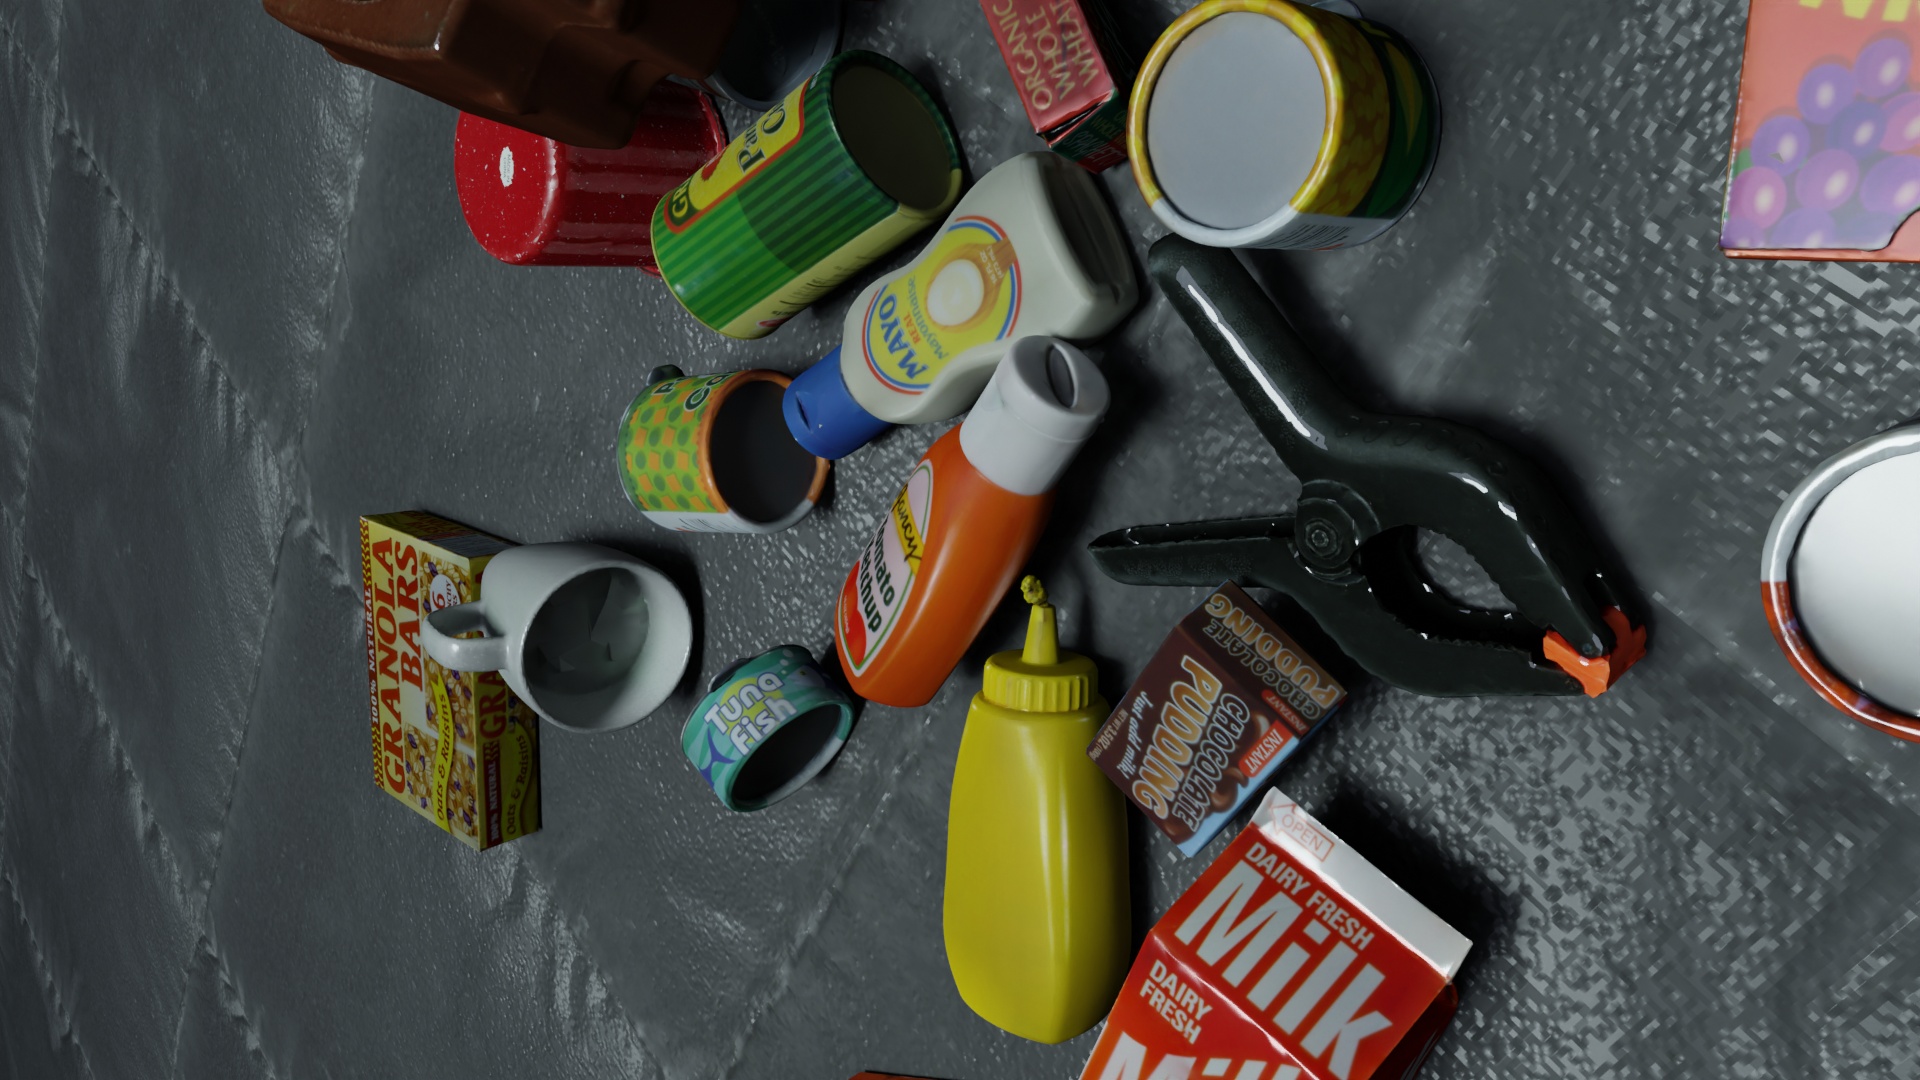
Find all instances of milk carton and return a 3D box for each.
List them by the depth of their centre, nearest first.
[{"bbox_3d":[0.086,0.170,0.429,0.072,0.074,0.189,37,121,32],"label":"milk carton"}]

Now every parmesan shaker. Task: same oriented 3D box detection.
[{"bbox_3d":[-0.056,-0.126,0.511,0.102,0.071,0.071,-25,81,40],"label":"parmesan shaker"}]

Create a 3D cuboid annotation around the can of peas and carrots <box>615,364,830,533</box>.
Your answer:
[{"bbox_3d":[-0.096,-0.038,0.564,0.058,0.071,0.071,1,99,42],"label":"can of peas and carrots"}]

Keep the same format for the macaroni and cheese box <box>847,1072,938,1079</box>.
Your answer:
[{"bbox_3d":[0.005,0.304,0.551,0.123,0.040,0.166,-16,87,43],"label":"macaroni and cheese box"}]

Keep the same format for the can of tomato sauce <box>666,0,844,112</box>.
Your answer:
[{"bbox_3d":[-0.095,-0.208,0.533,0.083,0.071,0.071,29,117,36],"label":"can of tomato sauce"}]

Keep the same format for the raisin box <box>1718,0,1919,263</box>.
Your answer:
[{"bbox_3d":[0.212,-0.118,0.282,0.086,0.040,0.123,11,106,40],"label":"raisin box"}]

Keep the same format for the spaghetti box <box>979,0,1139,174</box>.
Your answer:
[{"bbox_3d":[0.000,-0.236,0.443,0.028,0.050,0.250,-25,82,23],"label":"spaghetti box"}]

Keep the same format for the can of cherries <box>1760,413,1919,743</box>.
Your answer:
[{"bbox_3d":[0.213,0.007,0.290,0.071,0.058,0.071,9,104,42],"label":"can of cherries"}]

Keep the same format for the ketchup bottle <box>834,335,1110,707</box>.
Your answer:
[{"bbox_3d":[0.002,-0.006,0.477,0.148,0.043,0.065,124,149,-42],"label":"ketchup bottle"}]

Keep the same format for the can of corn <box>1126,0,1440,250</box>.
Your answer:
[{"bbox_3d":[0.088,-0.116,0.383,0.071,0.058,0.071,10,105,41],"label":"can of corn"}]

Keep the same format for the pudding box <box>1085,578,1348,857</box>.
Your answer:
[{"bbox_3d":[0.077,0.056,0.426,0.050,0.030,0.083,45,145,16],"label":"pudding box"}]

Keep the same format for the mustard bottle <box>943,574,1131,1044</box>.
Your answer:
[{"bbox_3d":[0.028,0.090,0.484,0.065,0.049,0.159,12,105,43],"label":"mustard bottle"}]

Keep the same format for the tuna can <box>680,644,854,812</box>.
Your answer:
[{"bbox_3d":[-0.078,0.076,0.566,0.033,0.071,0.070,45,125,26],"label":"tuna can"}]

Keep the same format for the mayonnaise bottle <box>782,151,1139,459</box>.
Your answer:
[{"bbox_3d":[-0.007,-0.074,0.492,0.147,0.041,0.065,-30,79,41],"label":"mayonnaise bottle"}]

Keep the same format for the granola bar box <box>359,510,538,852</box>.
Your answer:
[{"bbox_3d":[-0.288,0.075,0.782,0.124,0.039,0.165,14,107,40],"label":"granola bar box"}]
